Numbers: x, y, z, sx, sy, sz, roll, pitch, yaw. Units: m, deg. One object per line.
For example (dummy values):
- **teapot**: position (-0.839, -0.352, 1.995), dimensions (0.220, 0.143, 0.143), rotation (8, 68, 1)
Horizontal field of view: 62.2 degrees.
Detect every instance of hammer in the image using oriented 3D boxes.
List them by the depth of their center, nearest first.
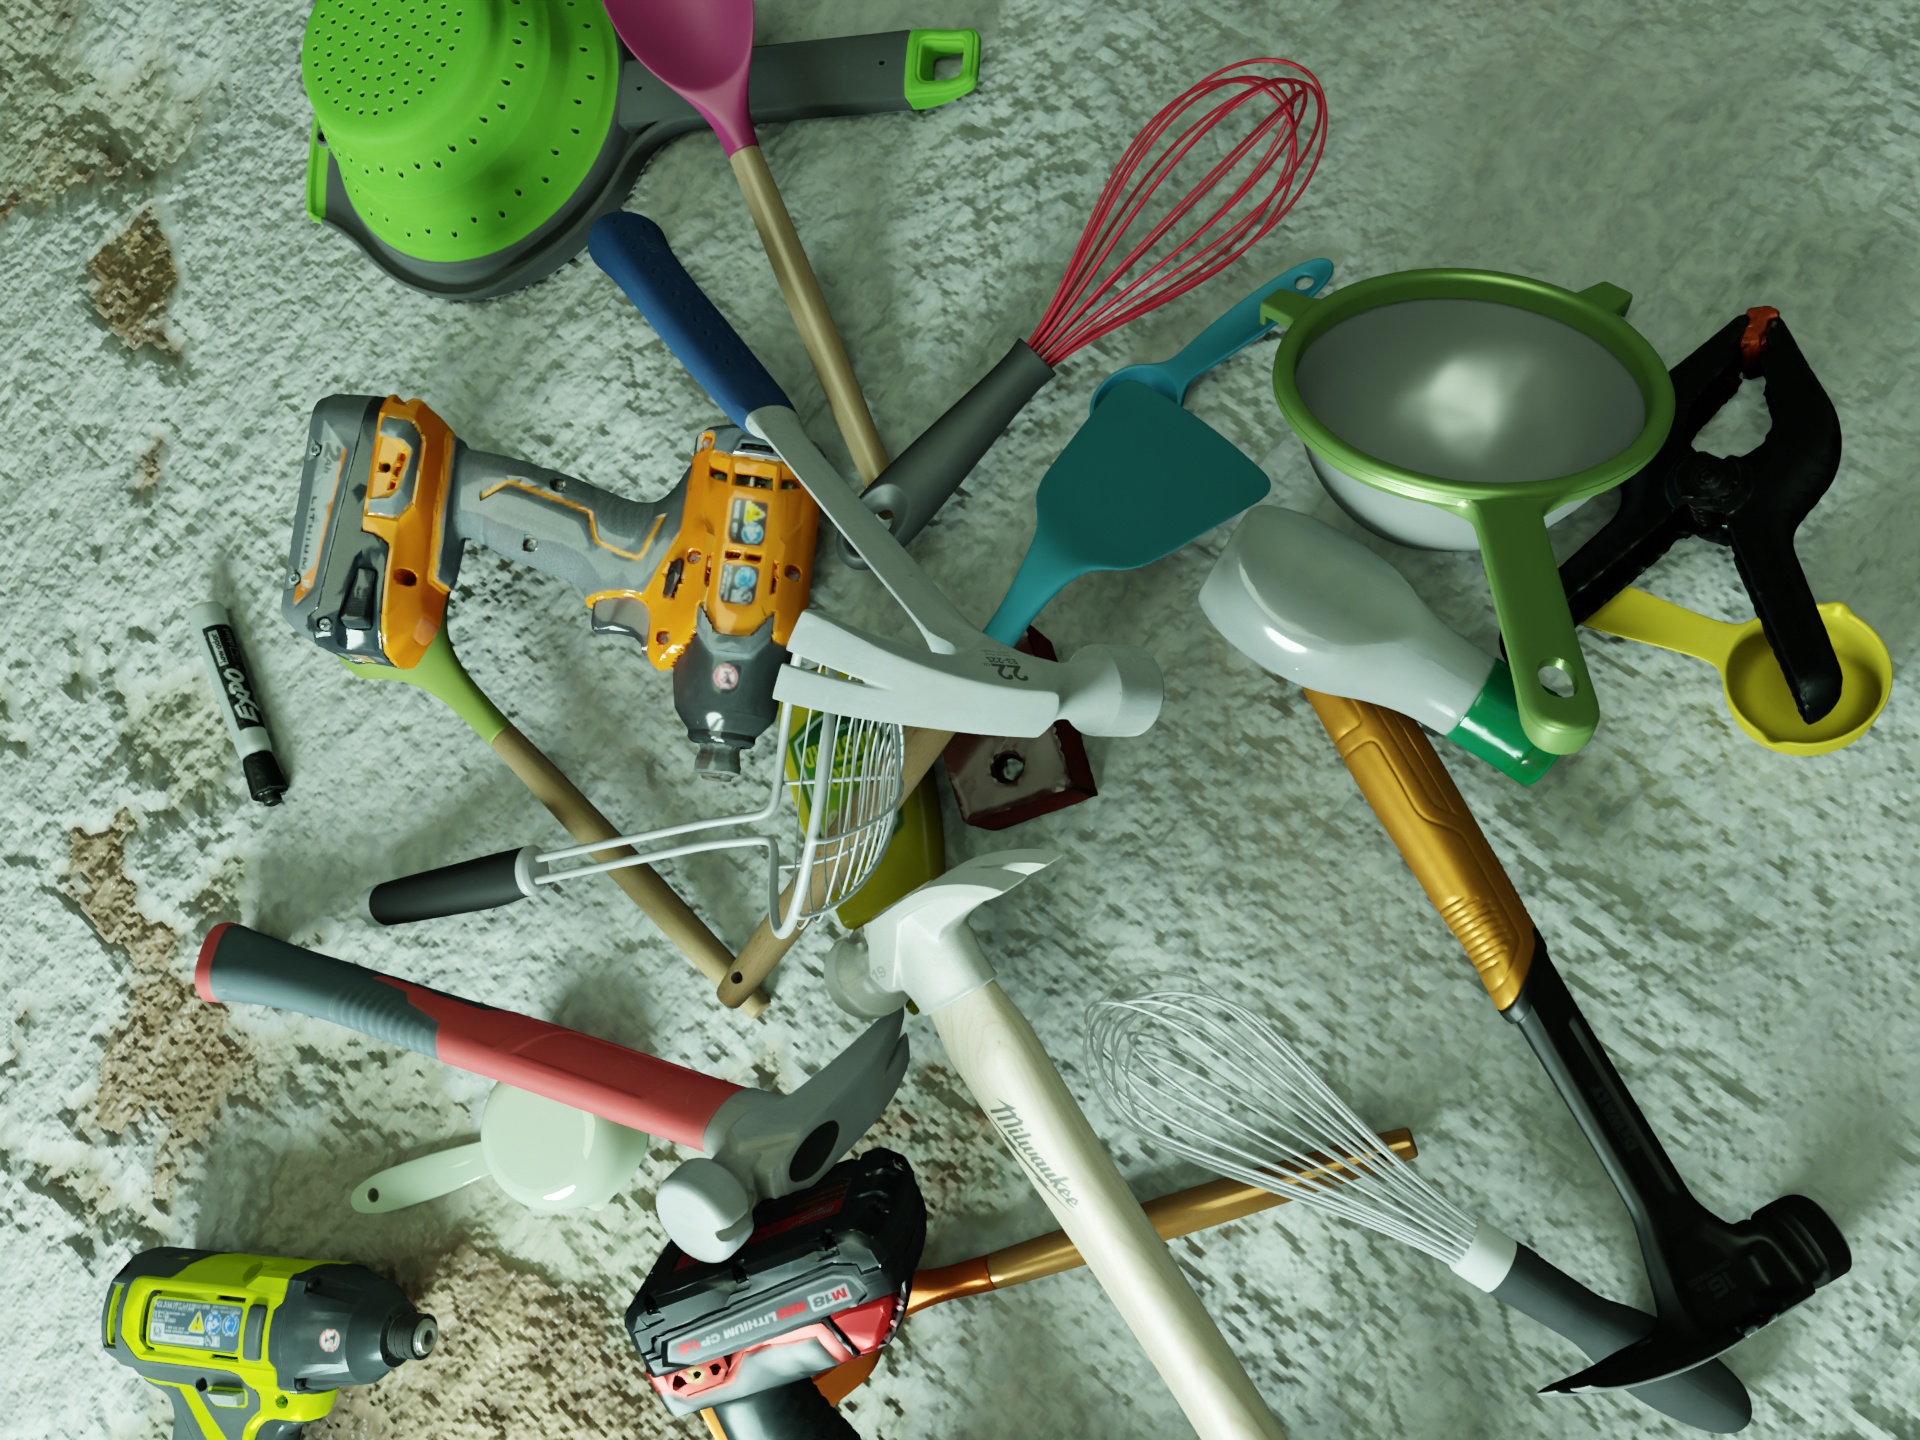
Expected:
- **hammer**: position (0.092, 0.237, 0.591), dimensions (0.411, 0.038, 0.146), rotation (58, 144, 5)
- **hammer**: position (0.198, 0.080, 0.617), dimensions (0.127, 0.034, 0.337), rotation (-18, 69, -20)
- **hammer**: position (-0.079, -0.122, 0.668), dimensions (0.406, 0.144, 0.035), rotation (51, 128, 41)
- **hammer**: position (-0.211, 0.139, 0.737), dimensions (0.386, 0.143, 0.038), rotation (9, 117, 32)

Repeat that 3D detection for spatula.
- **spatula**: position (-0.001, -0.002, 0.667), dimensions (0.082, 0.044, 0.317), rotation (41, 99, 19)
- **spatula**: position (0.035, 0.229, 0.667), dimensions (0.322, 0.041, 0.081), rotation (-22, 91, 13)

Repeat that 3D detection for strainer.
- **strainer**: position (0.198, -0.074, 0.604), dimensions (0.151, 0.069, 0.257), rotation (0, 49, 4)

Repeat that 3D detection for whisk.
- **whisk**: position (0.170, 0.185, 0.606), dimensions (0.284, 0.070, 0.070), rotation (31, 92, 8)
- **whisk**: position (0.049, -0.176, 0.710), dimensions (0.296, 0.073, 0.073), rotation (-45, 71, 10)

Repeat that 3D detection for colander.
- **colander**: position (-0.189, -0.328, 0.794), dimensions (0.397, 0.094, 0.204), rotation (2, 83, 19)

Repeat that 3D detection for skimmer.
- **skimmer**: position (-0.166, 0.047, 0.686), dimensions (0.363, 0.090, 0.127), rotation (-14, 63, 33)

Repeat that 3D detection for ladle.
- **ladle**: position (-0.202, 0.027, 0.781), dimensions (0.320, 0.062, 0.078), rotation (44, 95, 12)

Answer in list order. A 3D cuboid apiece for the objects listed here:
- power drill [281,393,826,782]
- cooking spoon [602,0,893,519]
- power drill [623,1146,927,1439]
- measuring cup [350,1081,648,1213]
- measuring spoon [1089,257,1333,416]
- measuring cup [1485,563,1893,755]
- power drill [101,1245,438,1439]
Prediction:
- **power drill**: position (-0.183, -0.062, 0.735), dimensions (0.226, 0.084, 0.164), rotation (6, 83, -3)
- **cooking spoon**: position (-0.092, -0.243, 0.750), dimensions (0.069, 0.017, 0.319), rotation (-22, 90, -1)
- **power drill**: position (-0.014, 0.292, 0.632), dimensions (0.188, 0.080, 0.226), rotation (-22, 96, 9)
- **measuring cup**: position (-0.230, 0.208, 0.757), dimensions (0.167, 0.038, 0.083), rotation (-21, 76, 12)
- **measuring spoon**: position (0.115, -0.163, 0.714), dimensions (0.128, 0.021, 0.042), rotation (-36, 60, 1)
- **measuring cup**: position (0.286, -0.032, 0.636), dimensions (0.157, 0.029, 0.062), rotation (26, 85, 32)
- **power drill**: position (-0.331, 0.371, 0.750), dimensions (0.171, 0.080, 0.223), rotation (-2, 78, 18)
